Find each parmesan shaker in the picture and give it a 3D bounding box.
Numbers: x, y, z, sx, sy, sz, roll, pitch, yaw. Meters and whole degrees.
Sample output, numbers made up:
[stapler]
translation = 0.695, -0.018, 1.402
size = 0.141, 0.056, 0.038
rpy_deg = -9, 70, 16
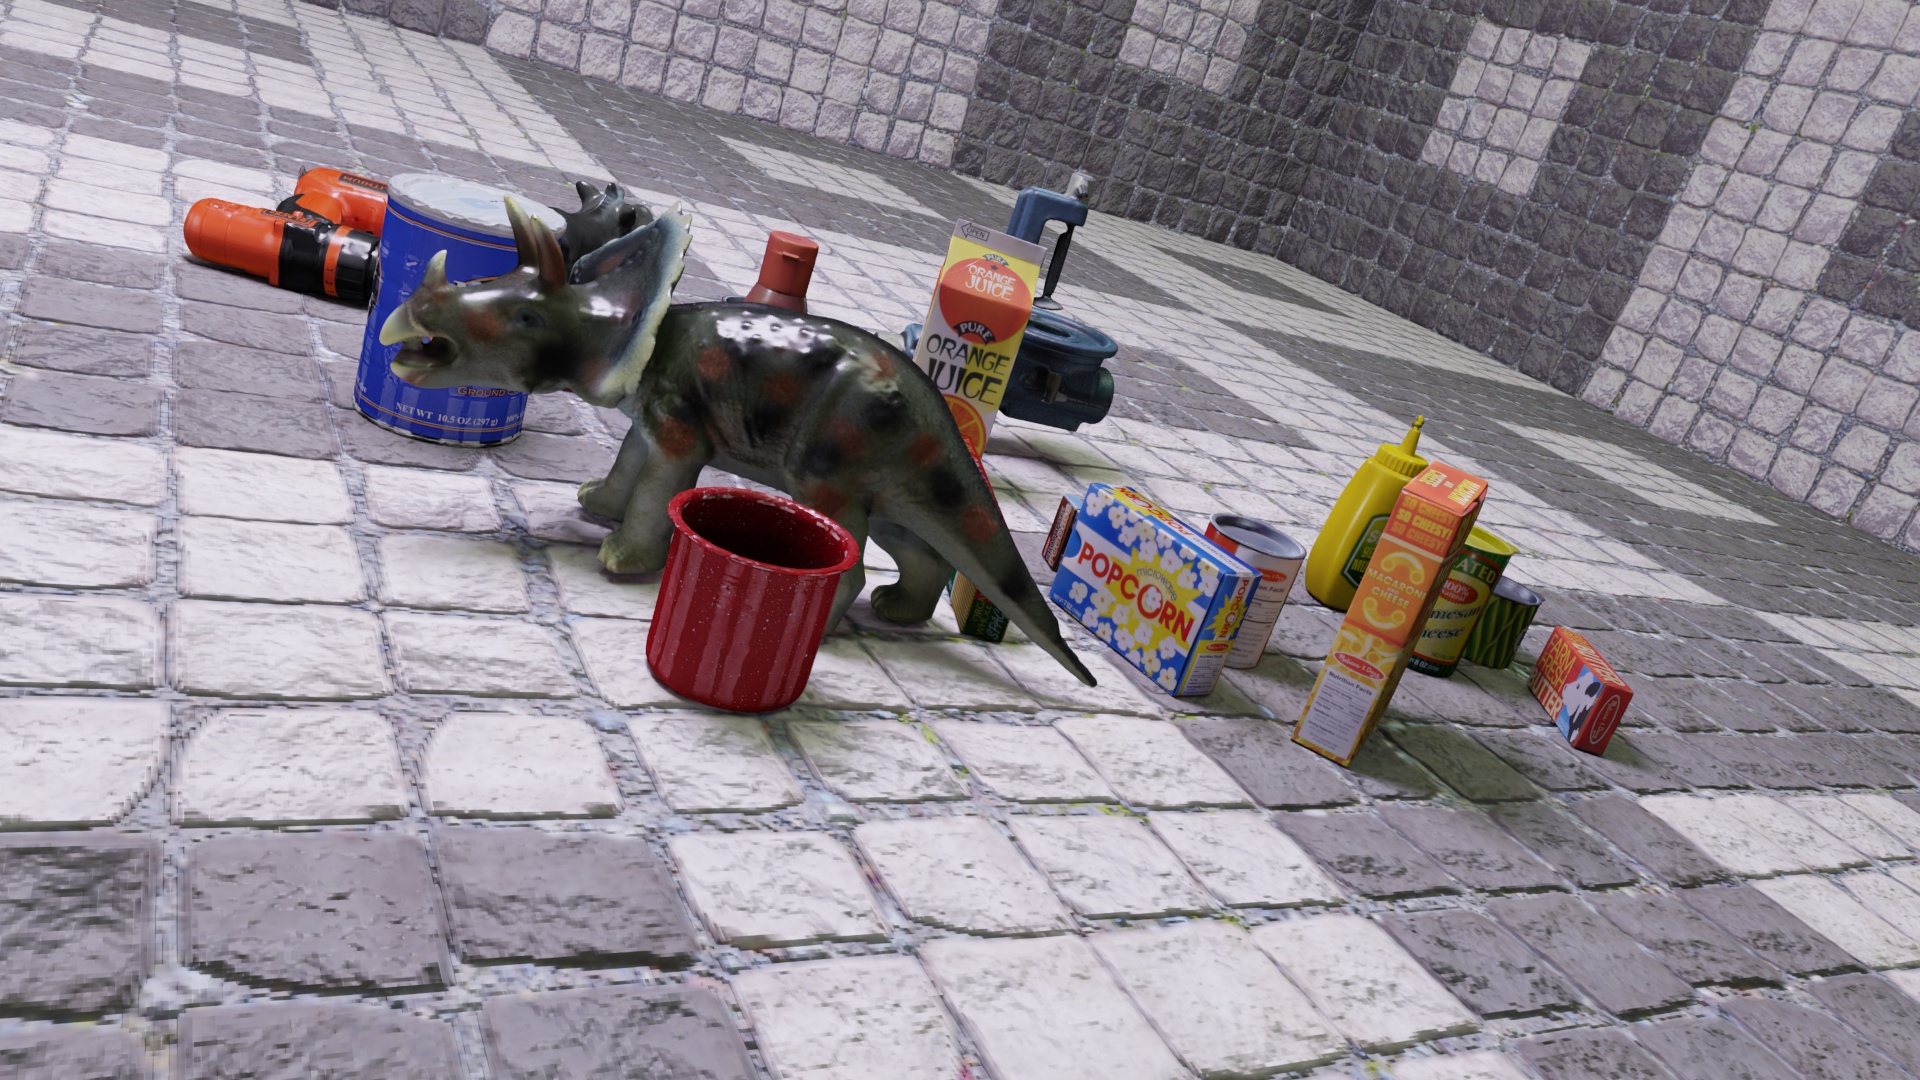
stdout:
[parmesan shaker]
translation = 0.354, 0.041, 1.016
size = 0.071, 0.102, 0.071
rpy_deg = 17, 20, -6

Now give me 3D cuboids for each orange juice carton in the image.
[orange juice carton]
translation = 0.003, -0.140, 1.050
size = 0.072, 0.192, 0.073
rpy_deg = 17, 19, -6

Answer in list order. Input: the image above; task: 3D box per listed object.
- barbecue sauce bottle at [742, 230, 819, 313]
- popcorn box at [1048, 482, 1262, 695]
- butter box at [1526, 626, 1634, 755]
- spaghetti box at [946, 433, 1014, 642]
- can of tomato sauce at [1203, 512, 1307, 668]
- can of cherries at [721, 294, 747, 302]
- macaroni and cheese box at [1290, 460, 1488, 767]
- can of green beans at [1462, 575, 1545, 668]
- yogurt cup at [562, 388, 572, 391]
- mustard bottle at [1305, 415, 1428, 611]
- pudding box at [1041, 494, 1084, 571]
[barbecue sauce bottle]
translation = -0.140, -0.149, 1.011
size = 0.065, 0.148, 0.044
rpy_deg = 15, 20, -9
[popcorn box]
translation = 0.119, 0.029, 0.867
size = 0.038, 0.085, 0.127
rpy_deg = 2, 26, -40
[butter box]
translation = 0.443, 0.106, 0.998
size = 0.024, 0.053, 0.104
rpy_deg = 18, 20, -2
[spaghetti box]
translation = 0.003, -0.012, 0.922
size = 0.029, 0.050, 0.251
rpy_deg = 14, 20, -14
[can of tomato sauce]
translation = 0.181, 0.032, 0.916
size = 0.071, 0.082, 0.071
rpy_deg = 17, 20, -6
[can of cherries]
translation = -0.172, -0.167, 1.161
size = 0.071, 0.058, 0.072
rpy_deg = 17, 20, -6
[macaroni and cheese box]
translation = 0.263, 0.041, 0.843
size = 0.040, 0.165, 0.124
rpy_deg = 26, 21, 20
[can of green beans]
translation = 0.409, 0.059, 1.083
size = 0.071, 0.057, 0.071
rpy_deg = 17, 20, -6
[yogurt cup]
translation = -0.282, -0.142, 1.005
size = 0.072, 0.053, 0.072
rpy_deg = 17, 20, -6
[mustard bottle]
translation = 0.321, -0.022, 1.069
size = 0.065, 0.159, 0.049
rpy_deg = 11, 21, -21
[pudding box]
translation = 0.105, 0.001, 0.979
size = 0.084, 0.049, 0.030
rpy_deg = 10, 21, -22
